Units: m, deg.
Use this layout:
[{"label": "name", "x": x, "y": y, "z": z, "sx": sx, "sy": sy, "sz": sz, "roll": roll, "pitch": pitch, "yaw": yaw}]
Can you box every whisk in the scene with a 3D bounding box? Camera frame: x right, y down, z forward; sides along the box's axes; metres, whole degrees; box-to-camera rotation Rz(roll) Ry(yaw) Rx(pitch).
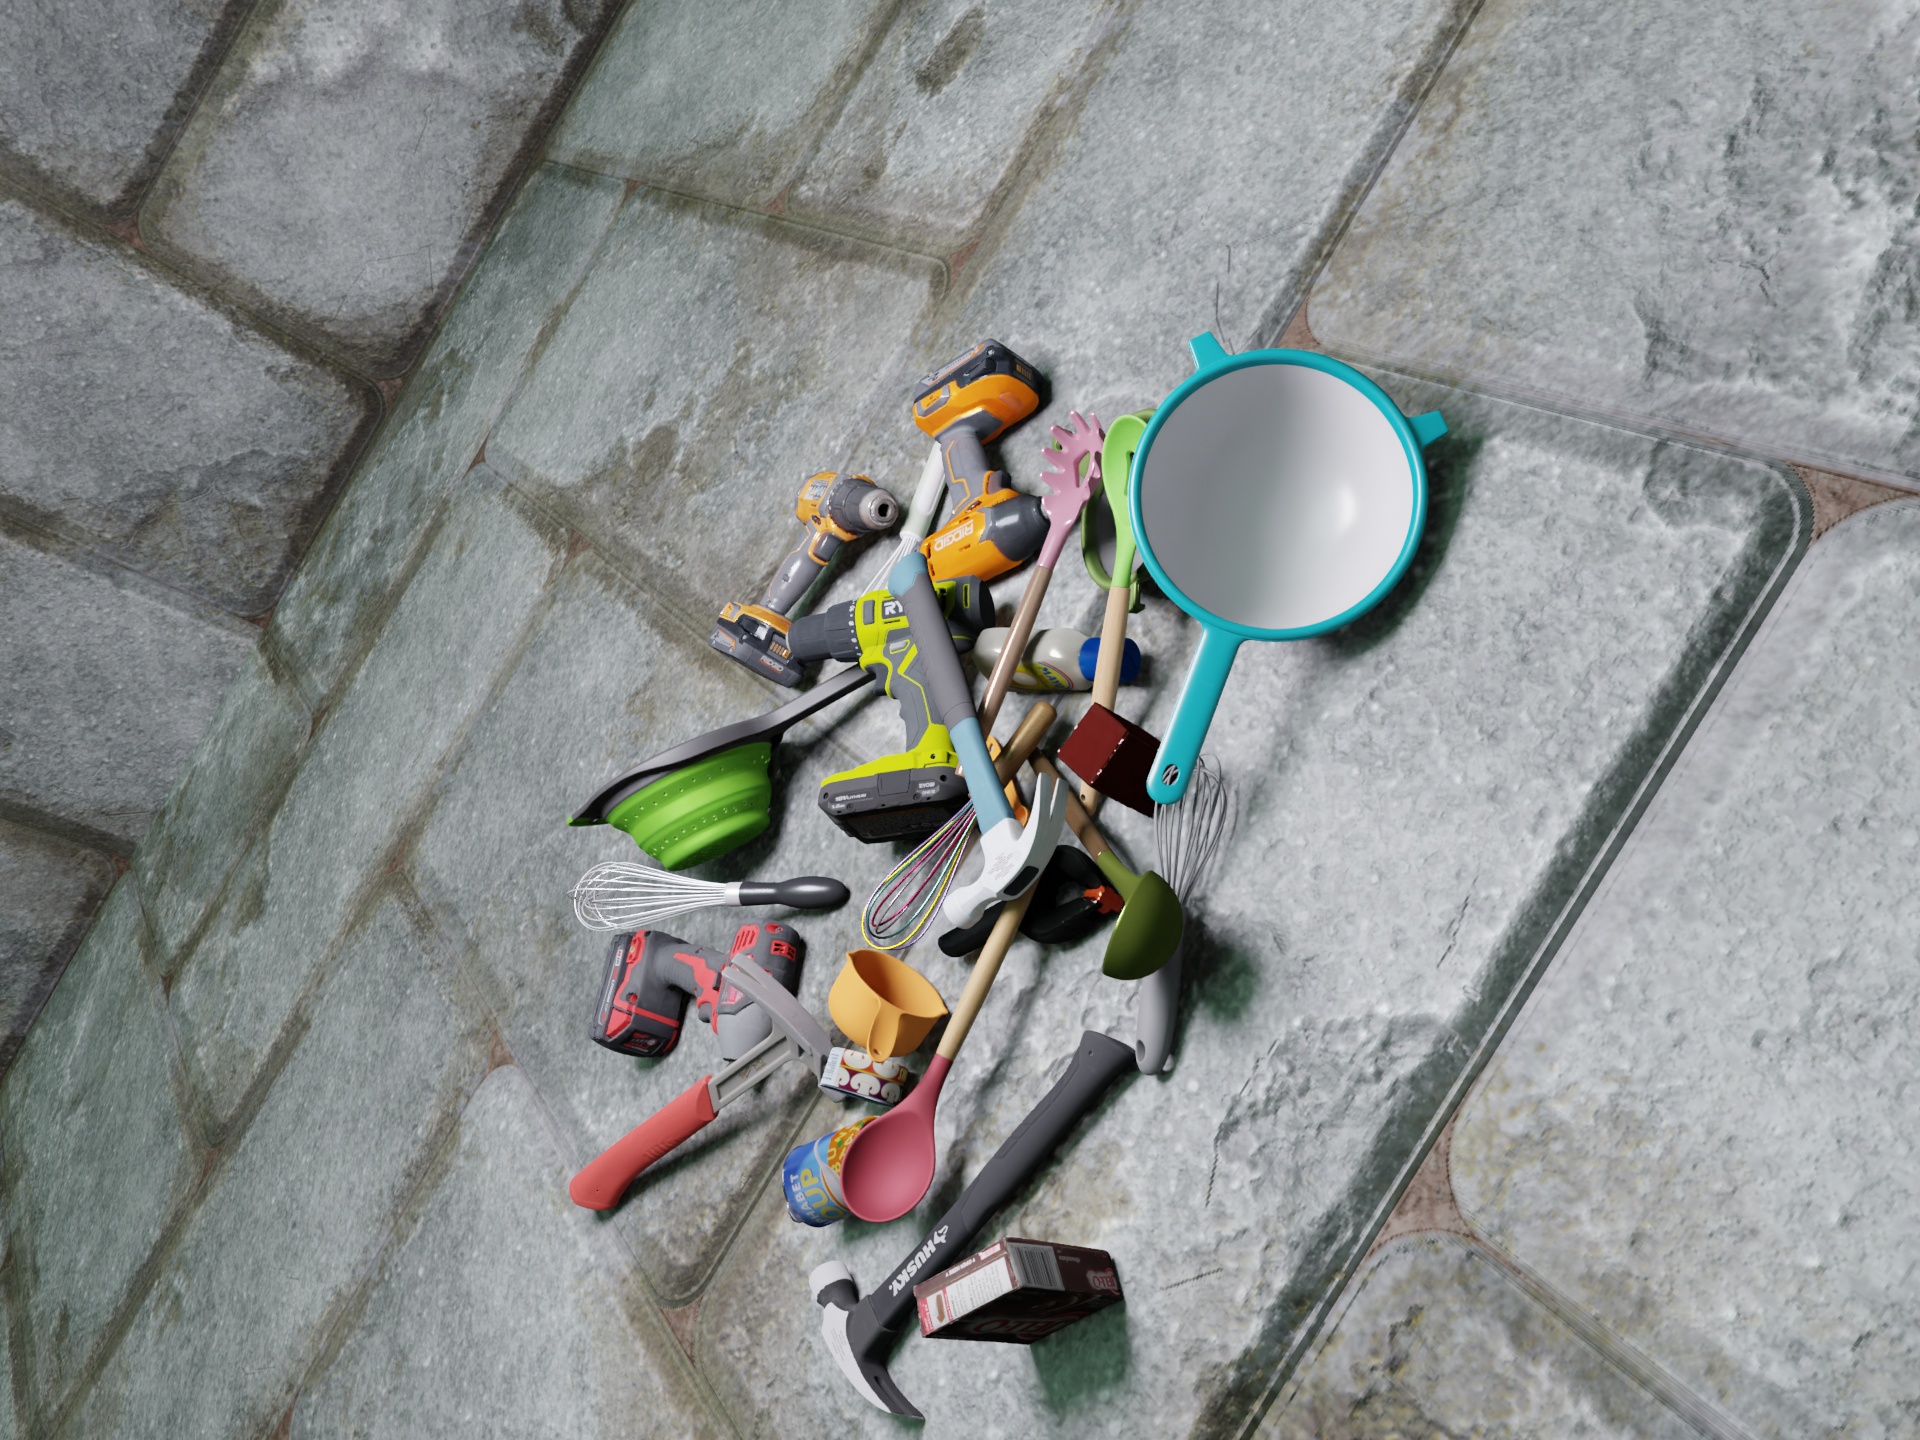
[{"label": "whisk", "x": -0.002, "y": 0.082, "z": 1.294, "sx": 0.245, "sy": 0.051, "sz": 0.047, "roll": -53, "pitch": 30, "yaw": -10}, {"label": "whisk", "x": -0.238, "y": 0.162, "z": 1.481, "sx": 0.284, "sy": 0.070, "sz": 0.070, "roll": -4, "pitch": 62, "yaw": 19}, {"label": "whisk", "x": -0.051, "y": -0.172, "z": 1.555, "sx": 0.059, "sy": 0.057, "sz": 0.246, "roll": 135, "pitch": 156, "yaw": -70}, {"label": "whisk", "x": 0.155, "y": 0.136, "z": 1.145, "sx": 0.055, "sy": 0.055, "sz": 0.239, "roll": -5, "pitch": 69, "yaw": 46}]

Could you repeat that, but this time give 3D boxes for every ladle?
[{"label": "ladle", "x": 0.089, "y": 0.089, "z": 1.194, "sx": 0.320, "sy": 0.062, "sz": 0.078, "roll": -122, "pitch": 45, "yaw": -61}, {"label": "ladle", "x": -0.002, "y": 0.232, "z": 1.210, "sx": 0.069, "sy": 0.031, "sz": 0.315, "roll": 25, "pitch": 83, "yaw": 14}]

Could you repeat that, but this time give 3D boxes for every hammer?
[{"label": "hammer", "x": 0.016, "y": 0.359, "z": 1.168, "sx": 0.334, "sy": 0.035, "sz": 0.146, "roll": -51, "pitch": 39, "yaw": 11}, {"label": "hammer", "x": -0.248, "y": 0.342, "z": 1.409, "sx": 0.359, "sy": 0.149, "sz": 0.037, "roll": -39, "pitch": 7, "yaw": 33}, {"label": "hammer", "x": -0.002, "y": -0.004, "z": 1.280, "sx": 0.128, "sy": 0.033, "sz": 0.331, "roll": -40, "pitch": 51, "yaw": 27}]

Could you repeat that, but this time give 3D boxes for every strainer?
[{"label": "strainer", "x": 0.147, "y": -0.196, "z": 1.341, "sx": 0.257, "sy": 0.069, "sz": 0.151, "roll": -124, "pitch": 48, "yaw": -59}, {"label": "strainer", "x": 0.206, "y": -0.098, "z": 1.169, "sx": 0.095, "sy": 0.211, "sz": 0.340, "roll": 28, "pitch": -98, "yaw": -84}]

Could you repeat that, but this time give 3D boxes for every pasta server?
[{"label": "pasta server", "x": 0.054, "y": -0.102, "z": 1.304, "sx": 0.060, "sy": 0.040, "sz": 0.316, "roll": 15, "pitch": 81, "yaw": 46}]

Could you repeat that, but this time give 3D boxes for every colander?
[{"label": "colander", "x": -0.182, "y": 0.046, "z": 1.525, "sx": 0.397, "sy": 0.204, "sz": 0.094, "roll": -29, "pitch": 82, "yaw": 13}]

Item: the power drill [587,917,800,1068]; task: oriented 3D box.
[{"label": "power drill", "x": -0.245, "y": 0.261, "z": 1.482, "sx": 0.220, "sy": 0.078, "sz": 0.143, "roll": -10, "pitch": 61, "yaw": 41}]

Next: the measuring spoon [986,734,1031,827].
[{"label": "measuring spoon", "x": 0.040, "y": 0.051, "z": 1.350, "sx": 0.021, "sy": 0.011, "sz": 0.117, "roll": -57, "pitch": 33, "yaw": 27}]

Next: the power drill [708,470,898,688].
[{"label": "power drill", "x": -0.151, "y": -0.149, "z": 1.605, "sx": 0.226, "sy": 0.084, "sz": 0.185, "roll": -60, "pitch": 27, "yaw": -4}]

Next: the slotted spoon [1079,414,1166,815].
[{"label": "slotted spoon", "x": 0.120, "y": -0.079, "z": 1.244, "sx": 0.070, "sy": 0.031, "sz": 0.313, "roll": 18, "pitch": 103, "yaw": 51}]

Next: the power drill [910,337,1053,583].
[{"label": "power drill", "x": 0.028, "y": -0.238, "z": 1.483, "sx": 0.164, "sy": 0.084, "sz": 0.227, "roll": -23, "pitch": 57, "yaw": 37}]

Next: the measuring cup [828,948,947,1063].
[{"label": "measuring cup", "x": -0.067, "y": 0.243, "z": 1.248, "sx": 0.052, "sy": 0.095, "sz": 0.174, "roll": -58, "pitch": 4, "yaw": 16}]

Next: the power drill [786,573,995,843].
[{"label": "power drill", "x": -0.065, "y": -0.013, "z": 1.400, "sx": 0.190, "sy": 0.080, "sz": 0.229, "roll": -9, "pitch": 63, "yaw": 16}]
